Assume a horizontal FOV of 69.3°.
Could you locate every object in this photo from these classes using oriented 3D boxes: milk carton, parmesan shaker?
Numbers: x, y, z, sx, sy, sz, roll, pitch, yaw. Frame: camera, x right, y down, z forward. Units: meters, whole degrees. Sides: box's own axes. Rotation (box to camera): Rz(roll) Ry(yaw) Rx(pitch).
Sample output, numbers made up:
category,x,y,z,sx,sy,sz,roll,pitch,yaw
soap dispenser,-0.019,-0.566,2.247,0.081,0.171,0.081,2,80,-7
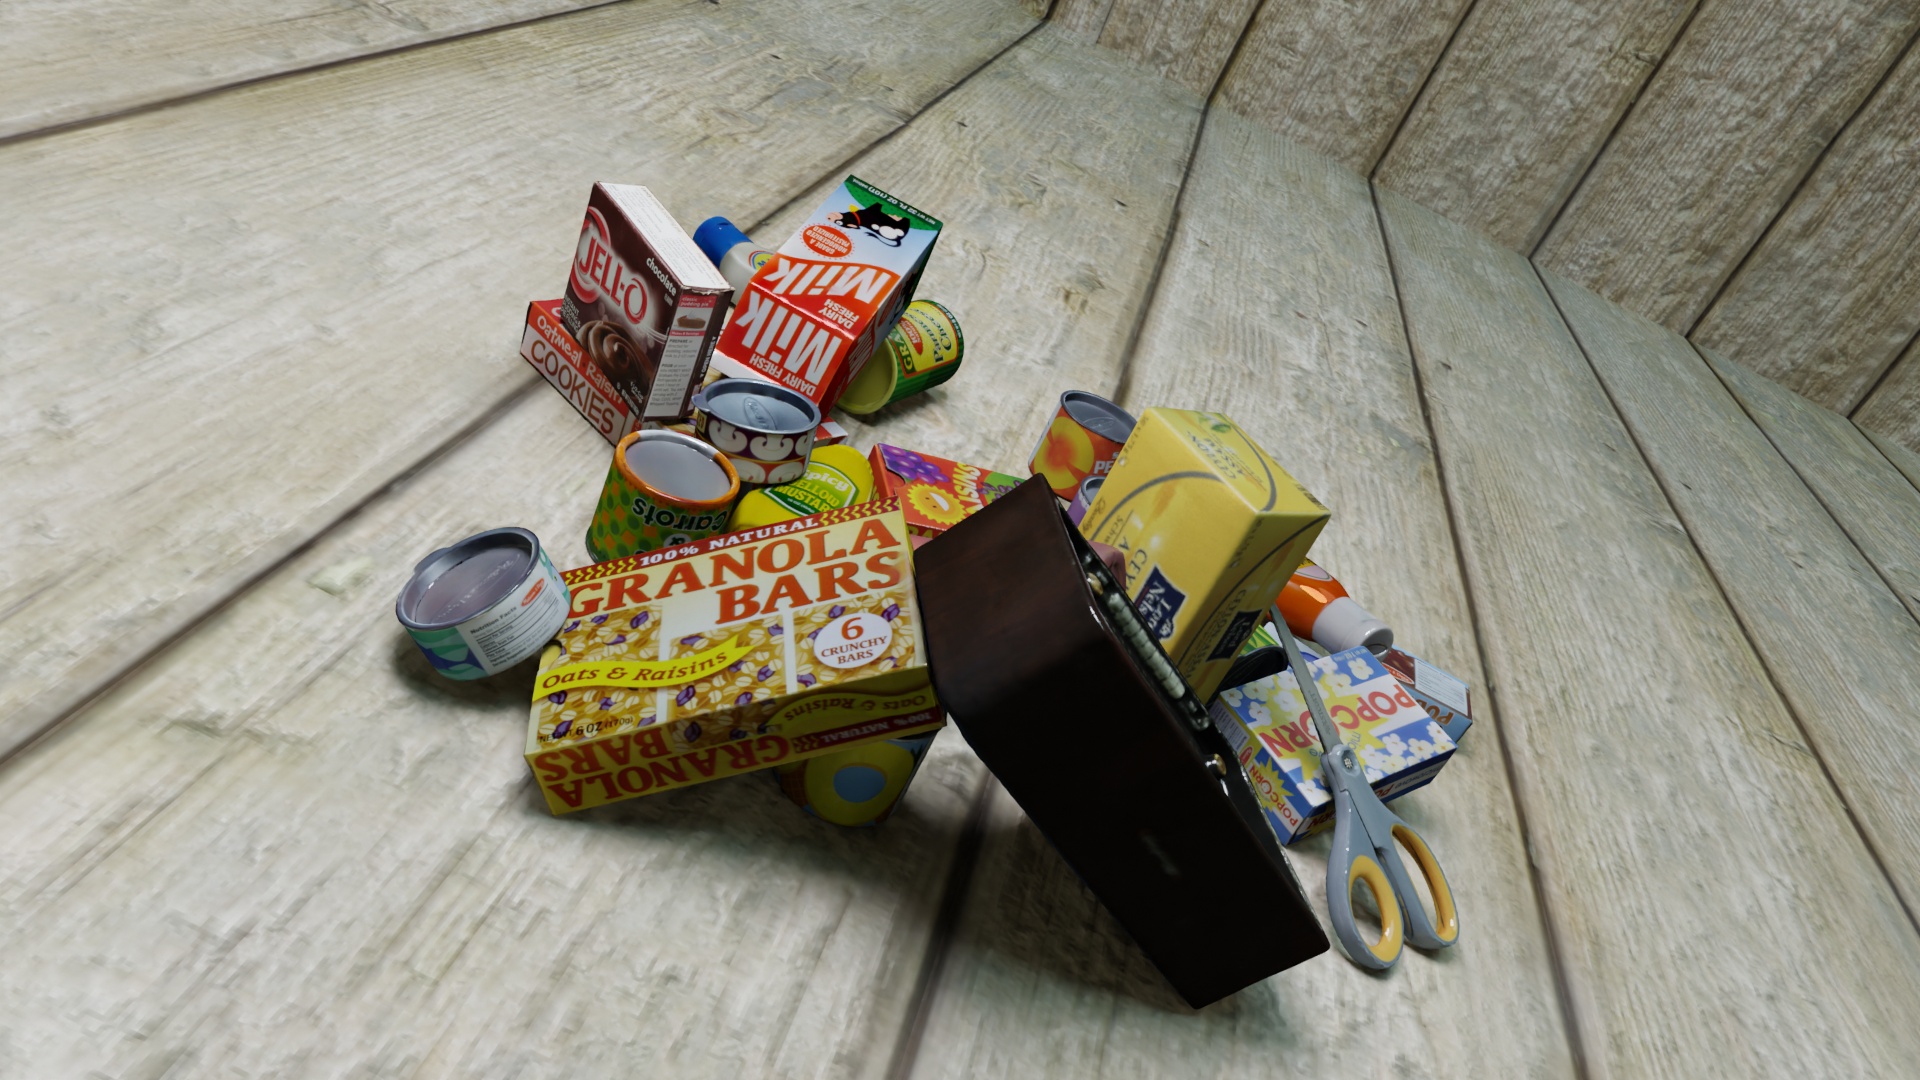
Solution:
category,x,y,z,sx,sy,sz,roll,pitch,yaw
milk carton,-0.085,-0.143,0.861,0.072,0.073,0.192,29,44,1
parmesan shaker,-0.050,-0.135,0.986,0.071,0.071,0.103,35,30,14

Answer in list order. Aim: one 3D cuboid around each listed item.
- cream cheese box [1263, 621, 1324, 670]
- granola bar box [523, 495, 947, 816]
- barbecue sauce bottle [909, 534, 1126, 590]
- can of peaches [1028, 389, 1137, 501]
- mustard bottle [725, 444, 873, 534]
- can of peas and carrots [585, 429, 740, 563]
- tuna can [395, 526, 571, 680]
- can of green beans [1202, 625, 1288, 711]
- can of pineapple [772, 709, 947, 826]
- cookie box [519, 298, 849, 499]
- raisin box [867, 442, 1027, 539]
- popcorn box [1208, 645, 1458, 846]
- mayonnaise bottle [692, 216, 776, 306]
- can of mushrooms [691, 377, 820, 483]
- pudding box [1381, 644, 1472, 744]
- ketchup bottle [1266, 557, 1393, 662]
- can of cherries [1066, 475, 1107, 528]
category,x,y,z,sx,sy,sz,roll,pitch,yaw
cream cheese box,0.227,0.096,0.883,0.104,0.024,0.053,34,29,13
granola bar box,-0.097,0.045,0.602,0.166,0.038,0.125,-13,36,0
barbecue sauce bottle,0.014,0.023,0.754,0.148,0.064,0.044,10,11,29
can of peaches,0.091,-0.065,1.000,0.071,0.057,0.071,21,29,-12
mustard bottle,-0.083,-0.020,0.794,0.065,0.048,0.161,26,29,0
can of peas and carrots,-0.153,-0.015,0.718,0.071,0.058,0.071,20,30,-12
tuna can,-0.208,0.027,0.603,0.071,0.032,0.071,-14,36,10
can of green beans,0.150,0.068,0.823,0.071,0.071,0.058,-1,39,-40
can of pineapple,-0.049,0.088,0.638,0.071,0.057,0.071,20,29,-12
cookie box,-0.169,-0.092,0.849,0.168,0.040,0.123,42,33,24
raisin box,0.003,-0.011,0.860,0.123,0.040,0.086,12,33,-23
popcorn box,0.211,0.115,0.799,0.127,0.038,0.085,-12,50,-33
mayonnaise bottle,-0.141,-0.187,1.024,0.148,0.041,0.065,43,34,26
can of mushrooms,-0.115,-0.061,0.761,0.071,0.033,0.071,13,28,-7
pudding box,0.298,0.099,0.931,0.084,0.030,0.050,28,30,3
ketchup bottle,0.225,0.035,0.937,0.065,0.043,0.149,-1,30,-35
can of cherries,0.094,0.001,0.895,0.071,0.058,0.072,21,29,-12
